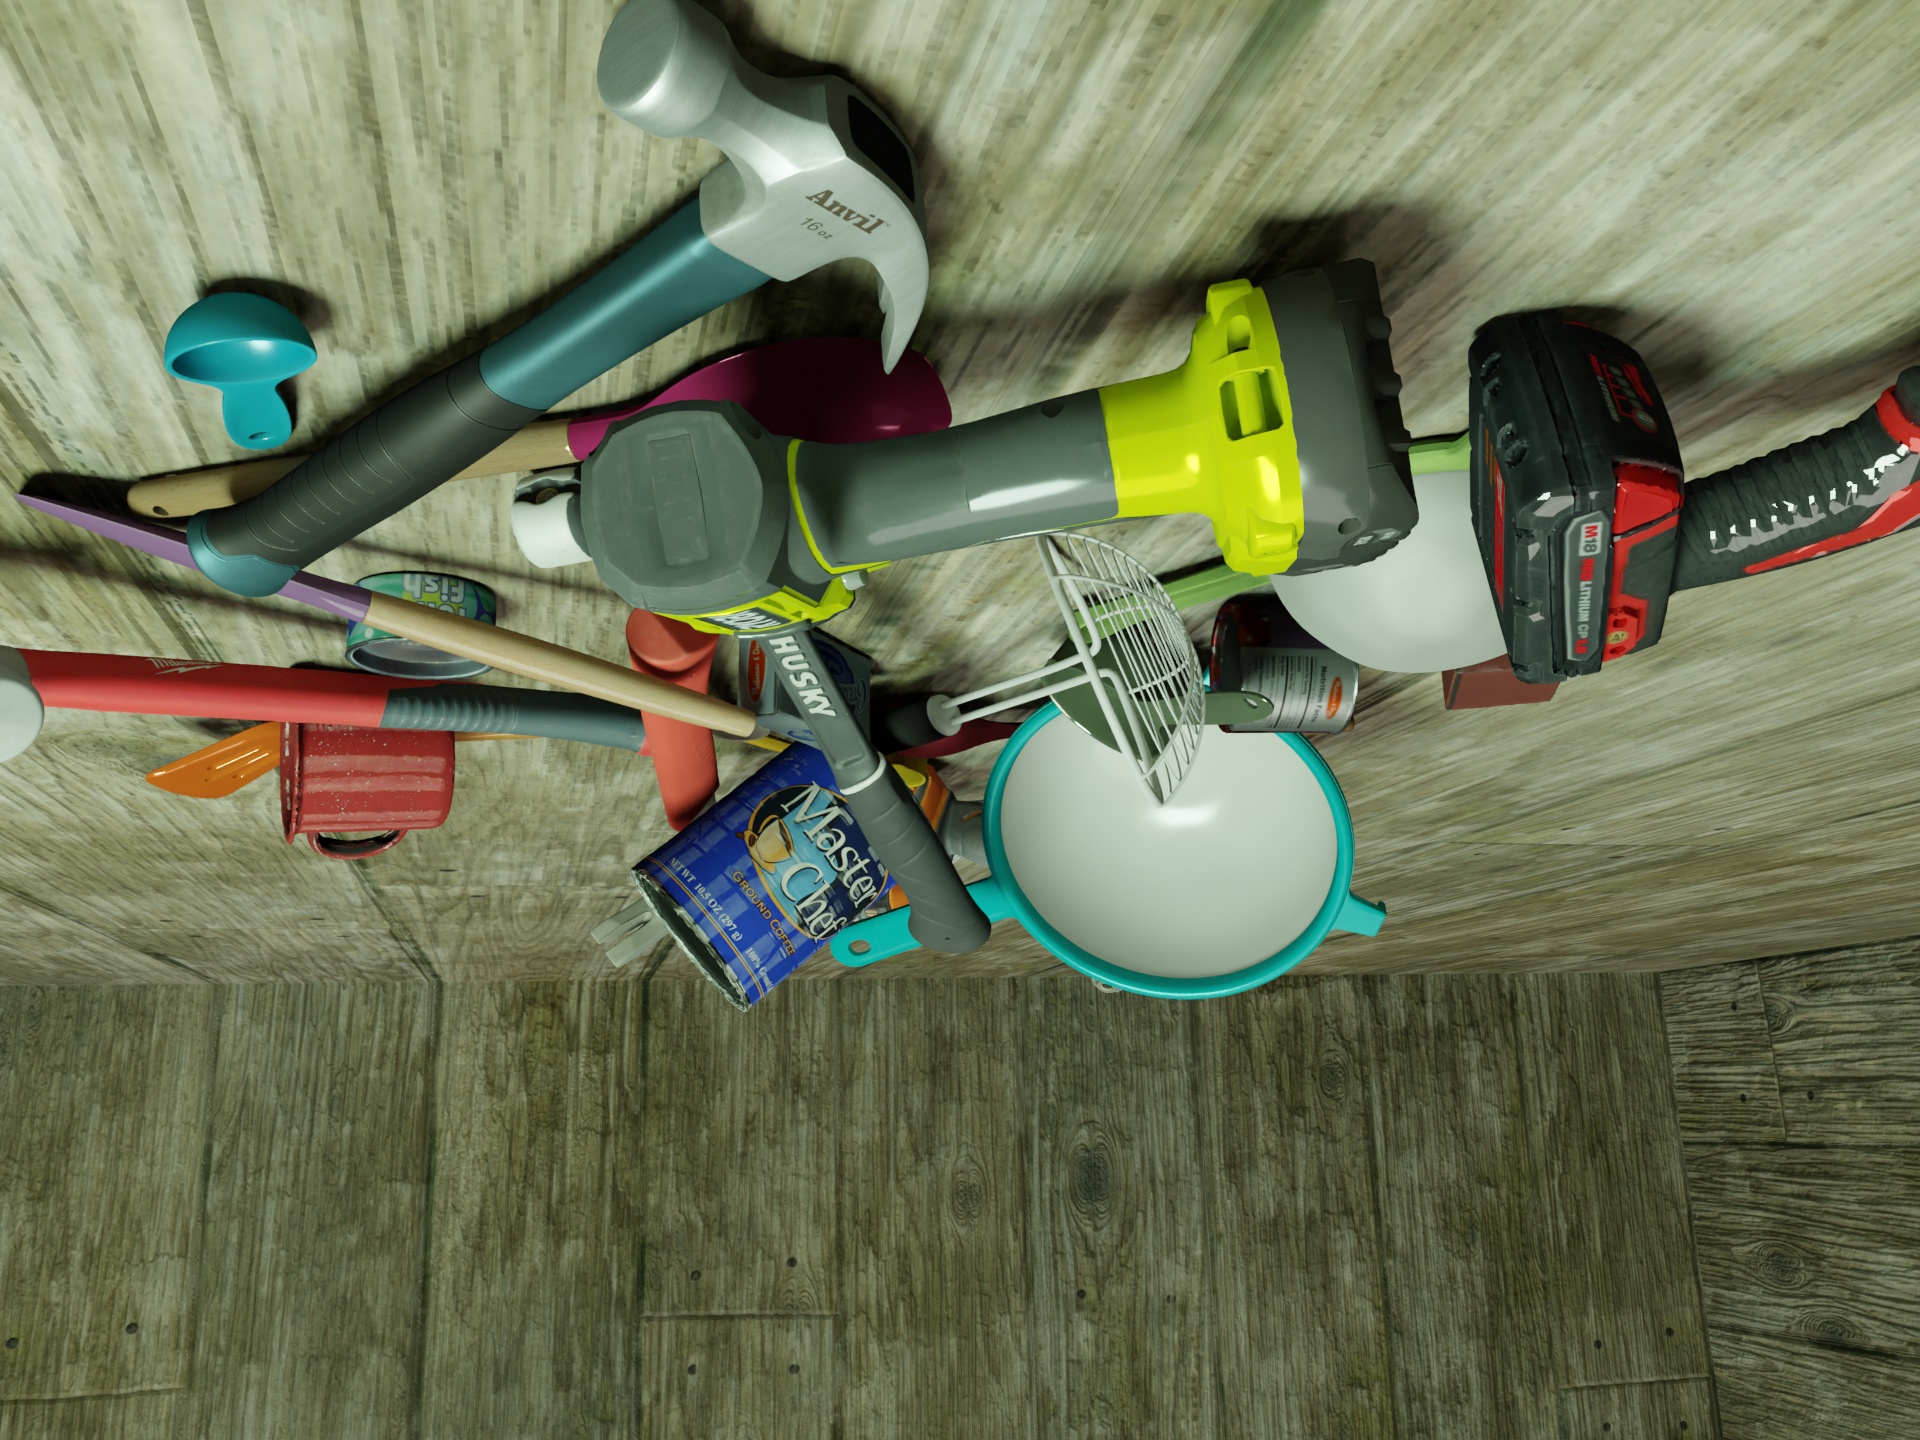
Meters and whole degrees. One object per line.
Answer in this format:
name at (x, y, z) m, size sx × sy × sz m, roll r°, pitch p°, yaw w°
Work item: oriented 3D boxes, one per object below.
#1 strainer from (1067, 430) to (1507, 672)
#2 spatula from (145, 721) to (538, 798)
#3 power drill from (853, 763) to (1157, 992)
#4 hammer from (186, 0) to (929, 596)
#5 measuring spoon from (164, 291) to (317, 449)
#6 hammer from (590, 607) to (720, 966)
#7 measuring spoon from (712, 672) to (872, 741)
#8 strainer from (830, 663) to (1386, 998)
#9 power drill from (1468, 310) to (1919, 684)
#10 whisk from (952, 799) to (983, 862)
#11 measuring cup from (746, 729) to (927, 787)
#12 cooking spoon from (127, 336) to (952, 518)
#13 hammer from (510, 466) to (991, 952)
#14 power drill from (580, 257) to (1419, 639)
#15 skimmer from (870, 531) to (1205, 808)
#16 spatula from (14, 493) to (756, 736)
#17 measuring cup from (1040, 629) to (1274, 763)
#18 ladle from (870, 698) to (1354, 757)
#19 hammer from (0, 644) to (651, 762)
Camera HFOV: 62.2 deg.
strainer at (0.154, -0.048, 0.693) m, size 0.256 × 0.069 × 0.151 m, roll -15°, pitch 161°, yaw 38°
spatula at (-0.308, 0.014, 0.942) m, size 0.322 × 0.041 × 0.081 m, roll -3°, pitch 168°, yaw 2°
power drill at (0.034, 0.103, 1.061) m, size 0.226 × 0.164 × 0.084 m, roll 1°, pitch 138°, yaw 19°
hammer at (-0.144, -0.100, 0.486) m, size 0.331 × 0.033 × 0.128 m, roll -18°, pitch 159°, yaw 37°
measuring spoon at (-0.230, -0.112, 0.513) m, size 0.042 × 0.021 × 0.128 m, roll -10°, pitch 179°, yaw -21°
hammer at (-0.161, 0.038, 0.897) m, size 0.149 × 0.037 × 0.358 m, roll -37°, pitch 164°, yaw -19°
measuring spoon at (-0.097, -0.013, 0.925) m, size 0.124 × 0.018 × 0.034 m, roll -21°, pitch 154°, yaw 36°
strainer at (0.072, 0.073, 0.961) m, size 0.340 × 0.211 × 0.095 m, roll -22°, pitch -162°, yaw 27°
power drill at (0.282, -0.090, 0.506) m, size 0.219 × 0.079 × 0.143 m, roll -10°, pitch 145°, yaw 12°
whisk at (0.023, 0.069, 1.188) m, size 0.284 × 0.070 × 0.070 m, roll -21°, pitch 157°, yaw 40°
measuring cup at (-0.093, 0.009, 1.003) m, size 0.156 × 0.029 × 0.062 m, roll 17°, pitch 159°, yaw -22°
cooking spoon at (-0.159, -0.097, 0.563) m, size 0.319 × 0.017 × 0.068 m, roll -5°, pitch 150°, yaw 14°
hammer at (-0.047, 0.013, 0.743) m, size 0.149 × 0.036 × 0.408 m, roll -9°, pitch 146°, yaw 12°
power drill at (0.015, -0.071, 0.496) m, size 0.223 × 0.080 × 0.171 m, roll -9°, pitch 178°, yaw 6°
skimmer at (-0.001, -0.003, 0.788) m, size 0.090 × 0.127 × 0.363 m, roll -27°, pitch -176°, yaw -31°
spatula at (-0.227, -0.041, 0.678) m, size 0.315 × 0.018 × 0.060 m, roll 19°, pitch 174°, yaw -32°
measuring cup at (0.104, -0.018, 0.778) m, size 0.083 × 0.038 × 0.168 m, roll 44°, pitch 159°, yaw -21°
ladle at (0.095, 0.004, 0.986) m, size 0.315 × 0.031 × 0.069 m, roll -1°, pitch 163°, yaw -10°
hammer at (-0.307, -0.016, 0.778) m, size 0.143 × 0.038 × 0.386 m, roll 28°, pitch -166°, yaw 36°
